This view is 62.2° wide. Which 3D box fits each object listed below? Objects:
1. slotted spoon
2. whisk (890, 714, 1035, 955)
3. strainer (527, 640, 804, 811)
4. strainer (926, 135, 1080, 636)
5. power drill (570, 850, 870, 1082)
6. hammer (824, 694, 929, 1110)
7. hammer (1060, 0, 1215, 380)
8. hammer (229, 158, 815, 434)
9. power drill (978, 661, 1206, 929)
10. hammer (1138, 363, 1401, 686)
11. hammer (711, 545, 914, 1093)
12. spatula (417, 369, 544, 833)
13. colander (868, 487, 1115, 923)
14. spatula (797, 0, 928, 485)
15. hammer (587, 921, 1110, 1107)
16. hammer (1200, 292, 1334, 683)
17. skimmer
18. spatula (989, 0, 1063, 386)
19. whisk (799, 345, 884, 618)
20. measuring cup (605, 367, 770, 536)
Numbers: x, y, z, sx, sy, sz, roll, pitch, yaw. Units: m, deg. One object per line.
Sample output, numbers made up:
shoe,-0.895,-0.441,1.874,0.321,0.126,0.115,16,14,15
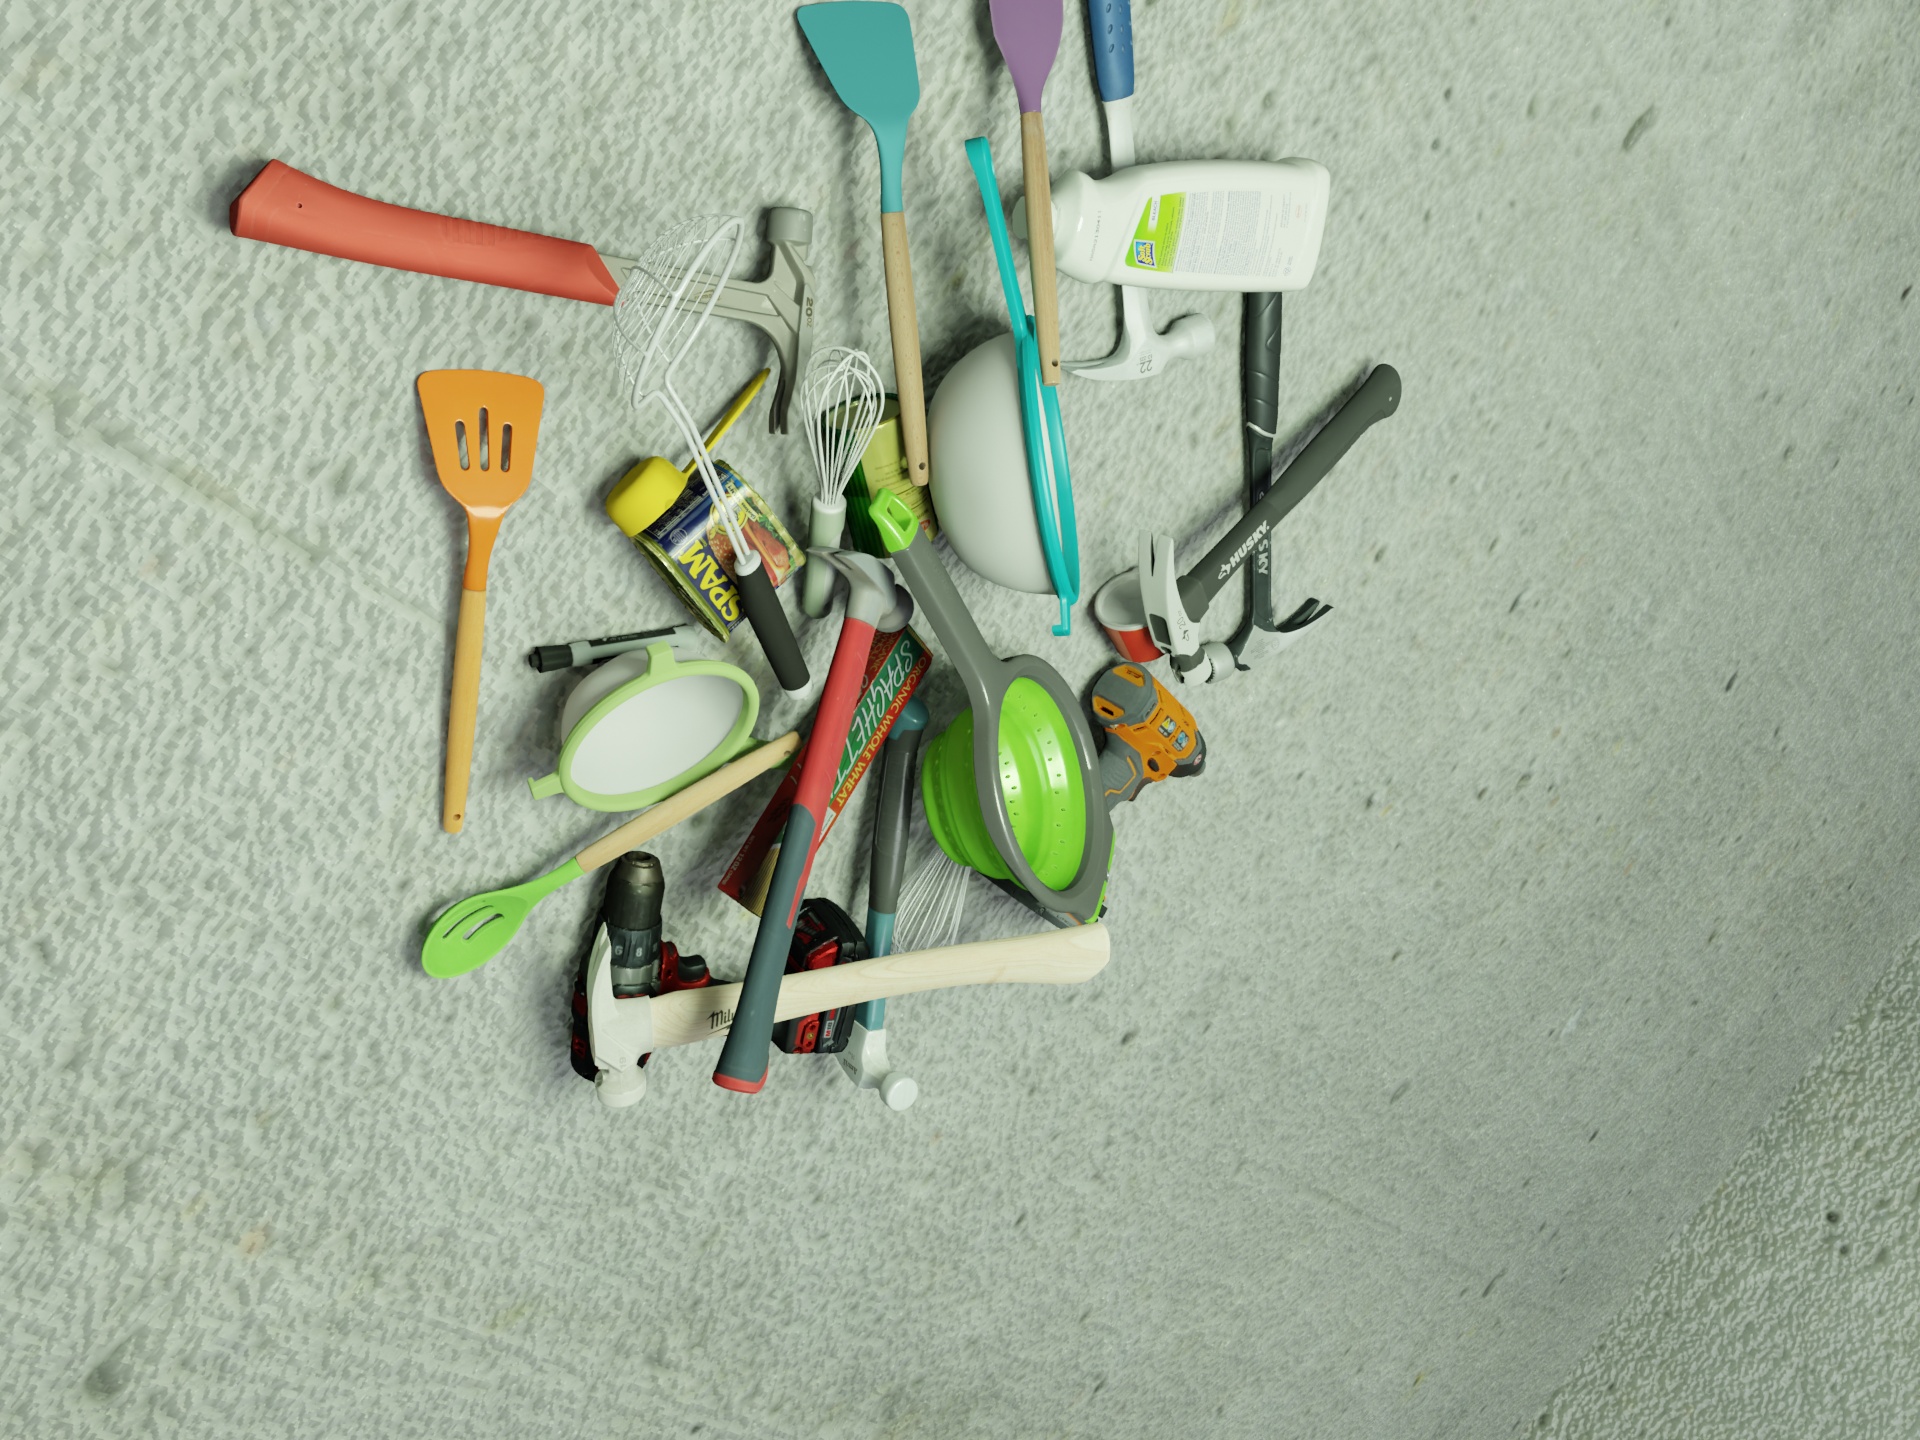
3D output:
slotted spoon,-0.252,0.092,1.153,0.314,0.031,0.070,-30,145,-3
whisk,0.005,0.091,1.354,0.070,0.070,0.284,23,94,-40
strainer,-0.195,-0.001,1.166,0.151,0.069,0.256,-45,153,19
strainer,0.012,-0.234,1.128,0.095,0.211,0.340,-9,124,10
power drill,-0.190,0.189,1.255,0.226,0.080,0.187,1,112,-32
hammer,-0.062,0.142,1.303,0.033,0.128,0.331,-1,104,-35
hammer,0.112,-0.443,1.162,0.144,0.035,0.405,-25,125,-23
hammer,-0.255,-0.272,0.984,0.359,0.037,0.149,1,98,-33
power drill,0.131,0.076,1.412,0.226,0.084,0.164,-55,137,-3
hammer,0.268,-0.190,1.341,0.335,0.035,0.146,-46,133,-19
hammer,-0.116,0.070,1.126,0.143,0.038,0.386,35,69,-70
spatula,-0.328,-0.070,1.061,0.081,0.041,0.322,-3,119,-33
colander,-0.002,-0.004,1.216,0.396,0.094,0.205,59,32,-32
spatula,-0.048,-0.317,1.077,0.082,0.044,0.317,-17,112,-29
hammer,-0.077,0.194,1.222,0.410,0.038,0.146,-7,118,-18
hammer,0.264,-0.233,1.375,0.149,0.036,0.408,-21,123,-26
skimmer,-0.133,-0.149,1.028,0.362,0.090,0.127,71,32,-41
spatula,0.052,-0.386,1.083,0.059,0.018,0.316,-4,90,-28
whisk,-0.091,-0.160,1.116,0.058,0.059,0.246,-58,167,-39
measuring cup,-0.186,-0.192,1.085,0.029,0.062,0.156,43,74,-25
